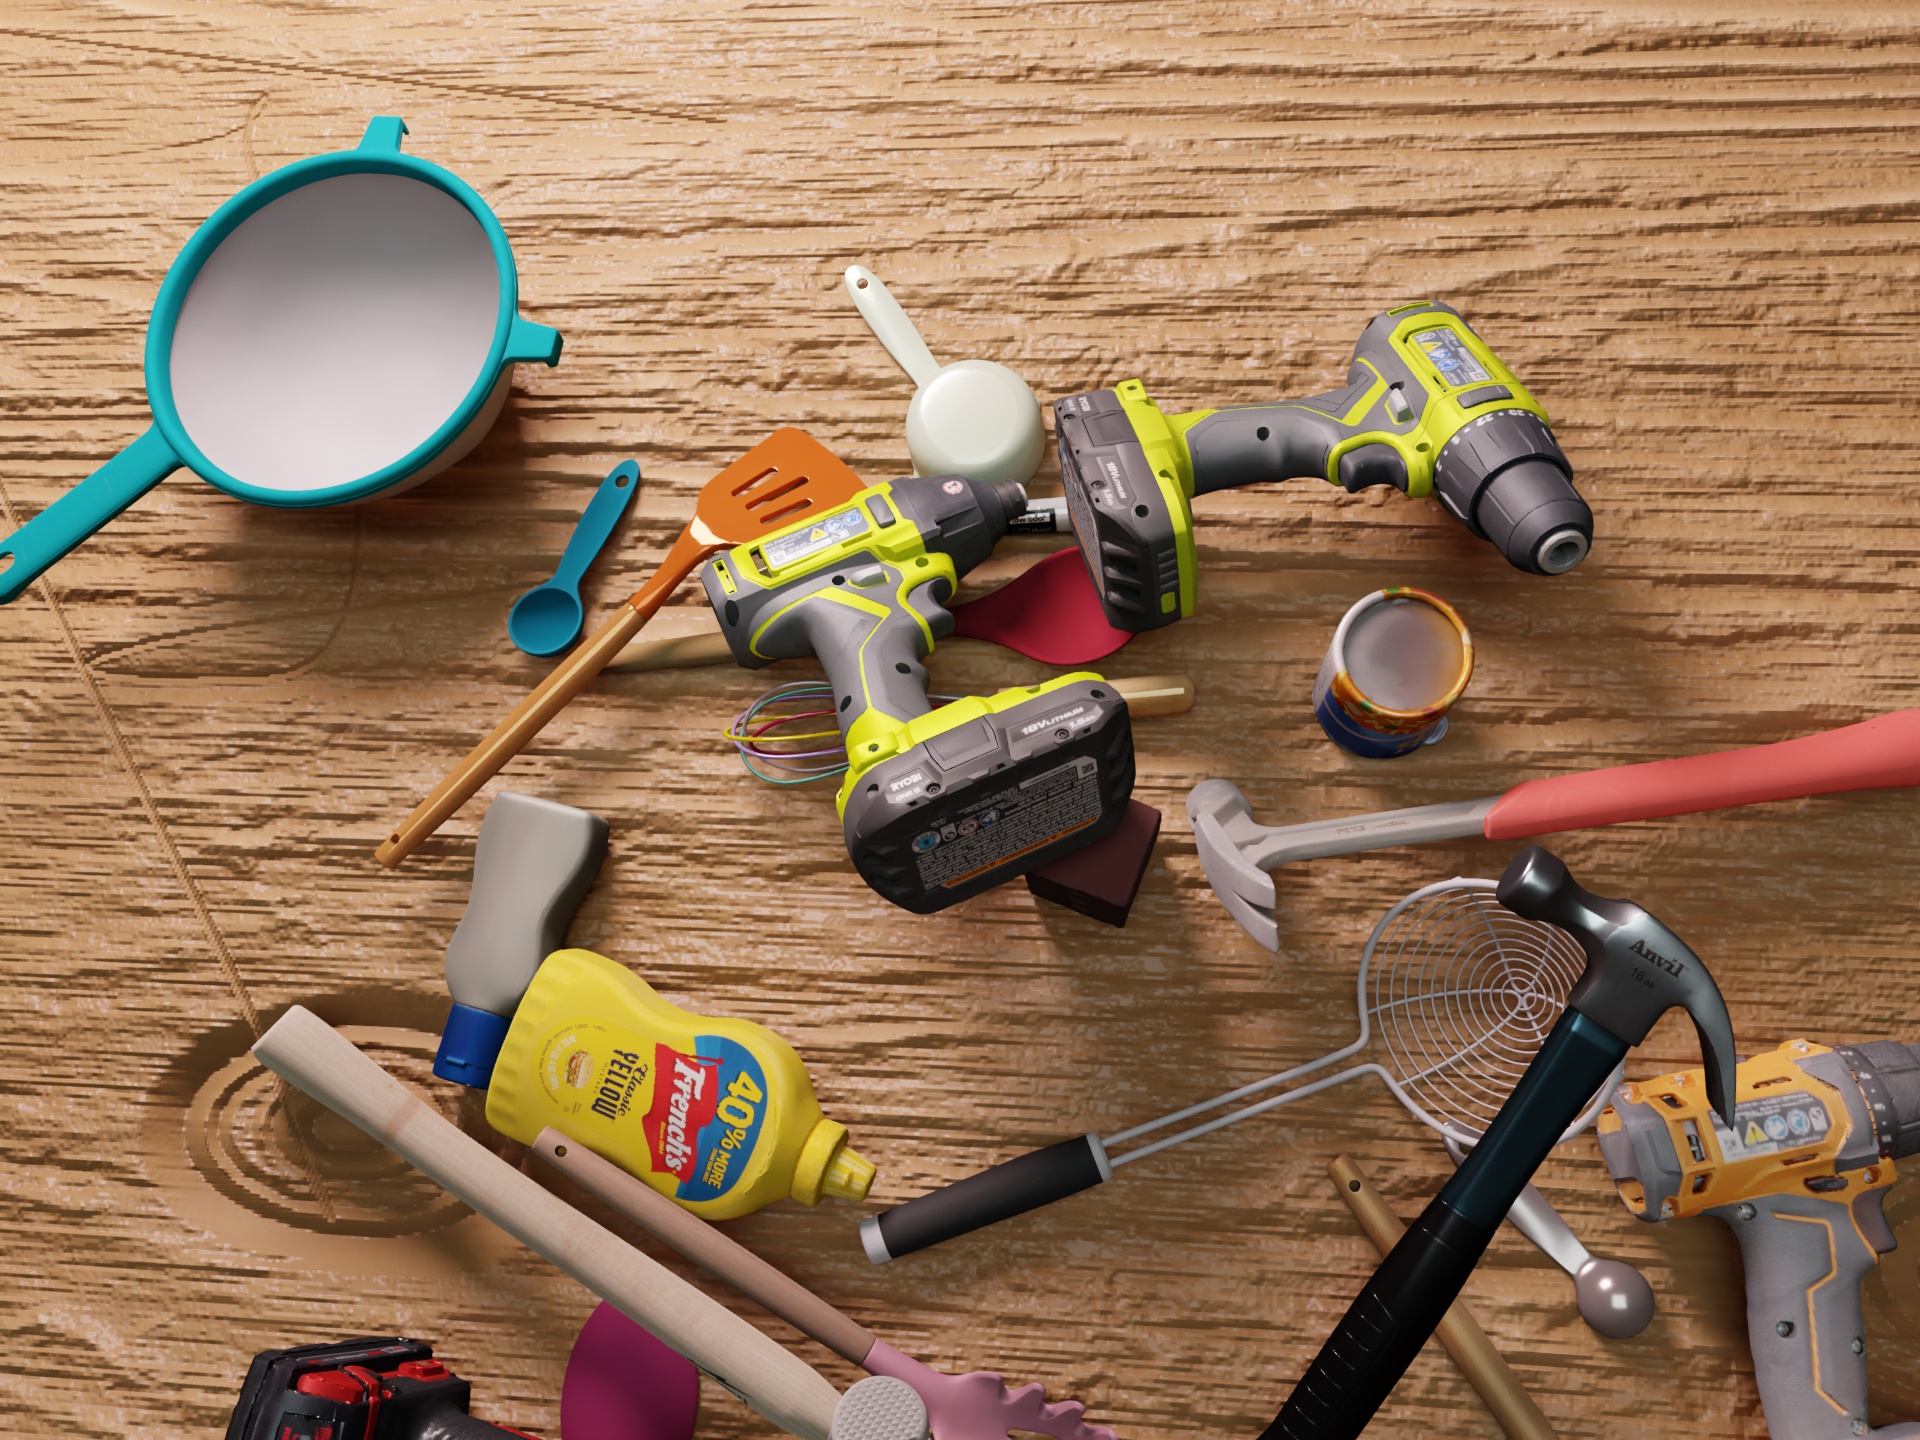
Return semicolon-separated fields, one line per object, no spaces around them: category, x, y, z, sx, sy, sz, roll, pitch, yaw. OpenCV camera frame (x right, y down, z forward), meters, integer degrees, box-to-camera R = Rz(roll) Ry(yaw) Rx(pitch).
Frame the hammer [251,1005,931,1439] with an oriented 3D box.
hammer;-0.183;0.251;0.755;0.411;0.146;0.038;25;55;23

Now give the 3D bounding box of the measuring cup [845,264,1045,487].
measuring cup;-0.018;-0.195;0.874;0.083;0.038;0.168;-34;77;-3

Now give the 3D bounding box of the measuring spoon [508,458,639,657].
measuring spoon;-0.208;-0.089;0.886;0.042;0.021;0.129;18;70;15

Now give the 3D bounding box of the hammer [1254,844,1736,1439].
hammer;0.212;0.224;0.694;0.128;0.033;0.331;32;101;6

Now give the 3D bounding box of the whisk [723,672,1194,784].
whisk;-0.001;-0.002;0.824;0.245;0.047;0.051;-5;74;2

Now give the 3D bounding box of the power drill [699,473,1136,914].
power drill;-0.013;-0.031;0.763;0.171;0.080;0.223;-23;49;-8

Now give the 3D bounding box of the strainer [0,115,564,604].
strainer;-0.380;-0.162;0.882;0.340;0.095;0.211;-37;72;-1

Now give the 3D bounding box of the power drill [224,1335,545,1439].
power drill;-0.207;0.338;0.699;0.220;0.143;0.078;6;76;19

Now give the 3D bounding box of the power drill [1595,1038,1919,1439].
power drill;0.405;0.252;0.697;0.185;0.084;0.226;-13;71;2

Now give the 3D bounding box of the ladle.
ladle;-0.054;-0.047;0.849;0.315;0.031;0.069;-6;65;7

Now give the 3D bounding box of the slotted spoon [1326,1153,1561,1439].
slotted spoon;0.264;0.335;0.718;0.070;0.031;0.314;-34;73;-2

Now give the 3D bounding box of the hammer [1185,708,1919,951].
hammer;0.293;0.041;0.744;0.359;0.149;0.036;-8;106;-1

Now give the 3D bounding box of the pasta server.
pasta server;-0.065;0.279;0.740;0.316;0.040;0.060;32;66;3

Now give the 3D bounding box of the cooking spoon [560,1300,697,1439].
cooking spoon;-0.173;0.438;0.746;0.069;0.017;0.319;3;76;8

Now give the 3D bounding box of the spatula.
spatula;-0.185;-0.037;0.847;0.322;0.041;0.081;-45;65;-4

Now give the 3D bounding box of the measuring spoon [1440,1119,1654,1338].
measuring spoon;0.273;0.236;0.744;0.034;0.018;0.124;-43;75;-4

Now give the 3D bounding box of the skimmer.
skimmer;0.121;0.183;0.738;0.363;0.090;0.127;-21;78;1

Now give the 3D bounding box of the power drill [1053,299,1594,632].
power drill;0.173;-0.118;0.772;0.228;0.080;0.191;-13;43;-1
